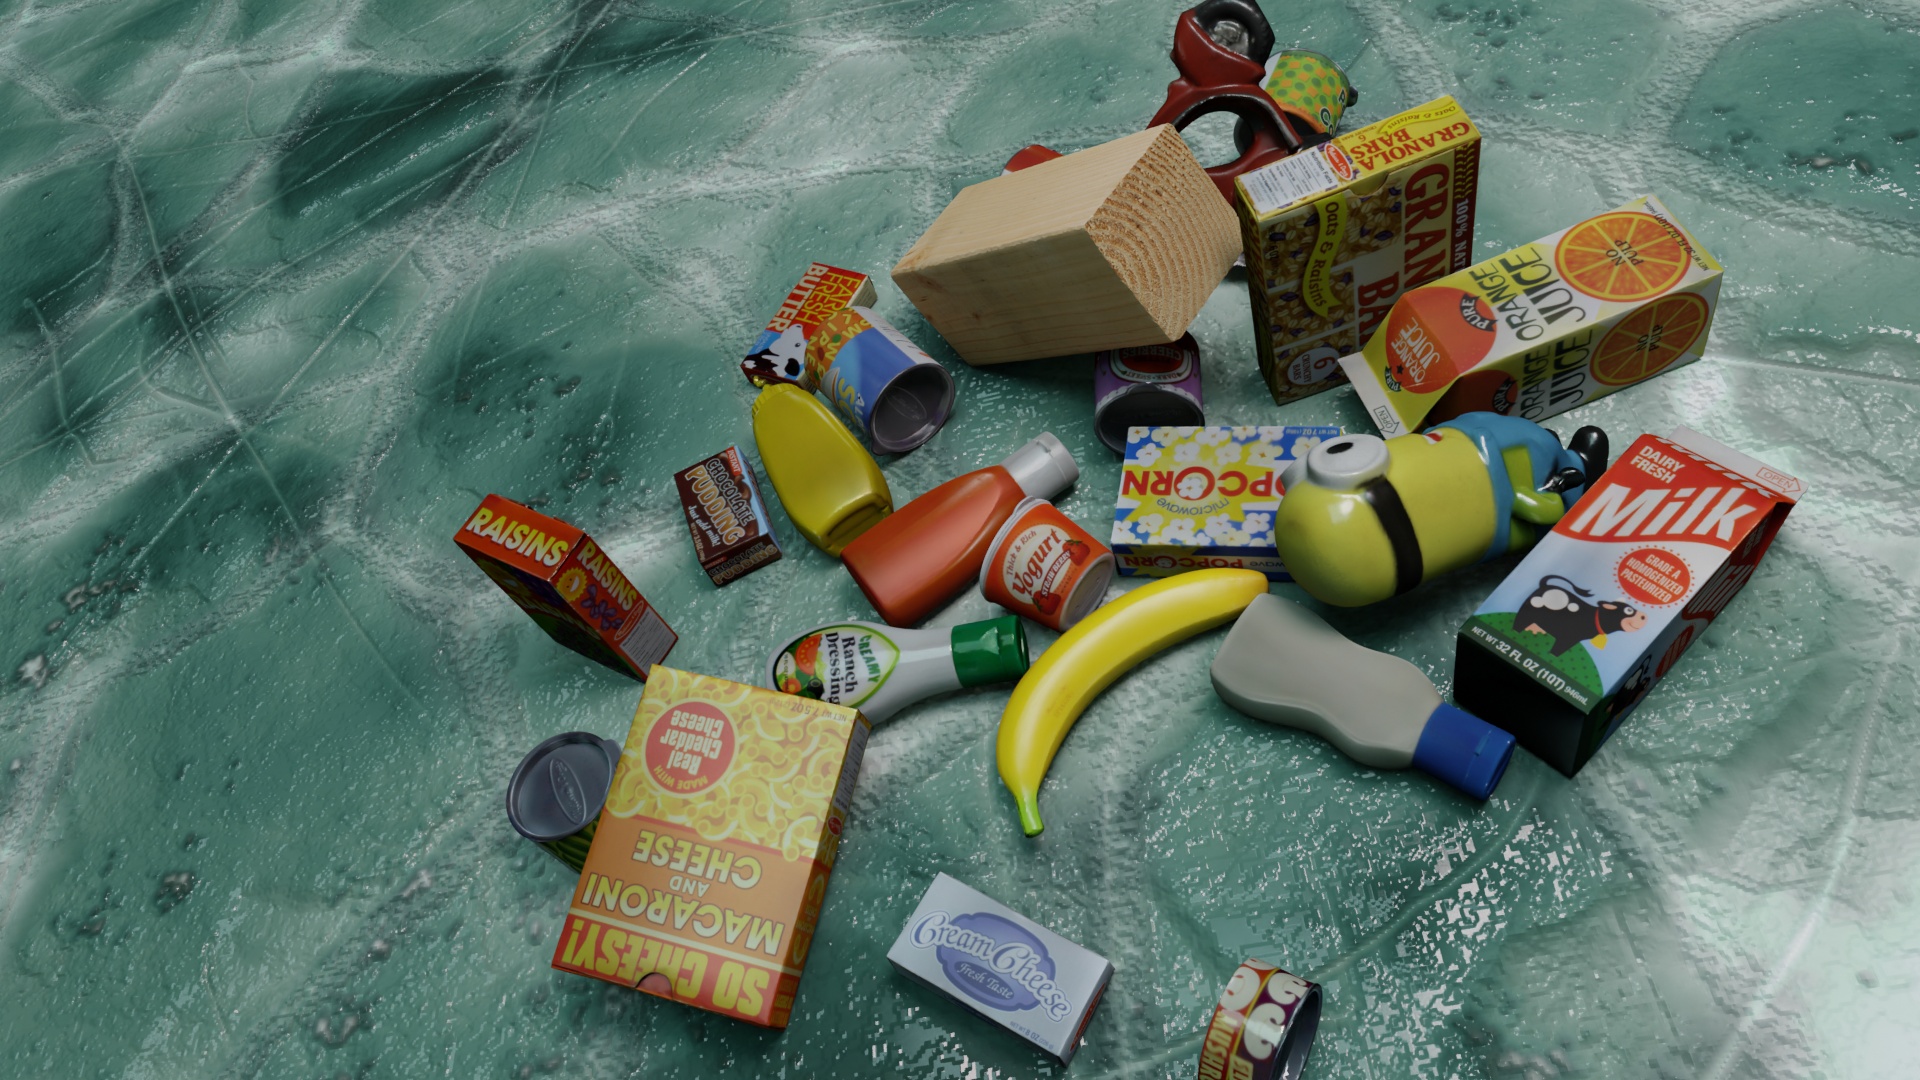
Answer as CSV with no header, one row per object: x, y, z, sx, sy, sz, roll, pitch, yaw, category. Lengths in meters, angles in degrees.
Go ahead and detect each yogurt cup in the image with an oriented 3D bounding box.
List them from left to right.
0.052,0.018,0.795,0.054,0.072,0.072,31,70,24,yogurt cup

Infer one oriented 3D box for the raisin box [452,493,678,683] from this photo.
-0.237,0.030,0.843,0.086,0.123,0.040,20,65,29,raisin box

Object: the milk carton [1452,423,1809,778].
0.336,0.018,0.694,0.191,0.073,0.072,-43,55,-14,milk carton

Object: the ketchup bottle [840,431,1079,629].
0.003,-0.011,0.842,0.149,0.043,0.065,-35,54,-8,ketchup bottle

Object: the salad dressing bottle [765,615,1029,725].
-0.036,0.072,0.796,0.147,0.044,0.064,-11,64,11,salad dressing bottle

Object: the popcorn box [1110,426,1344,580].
0.155,-0.022,0.803,0.127,0.038,0.085,1,58,19,popcorn box

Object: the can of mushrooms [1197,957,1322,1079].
0.133,0.224,0.619,0.033,0.070,0.071,18,64,29,can of mushrooms

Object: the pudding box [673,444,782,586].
-0.152,-0.017,0.906,0.050,0.030,0.084,-24,52,0,pudding box

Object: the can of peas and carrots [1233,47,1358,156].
0.229,-0.291,0.951,0.071,0.070,0.059,13,62,26,can of peas and carrots

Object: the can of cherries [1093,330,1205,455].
0.115,-0.094,0.846,0.071,0.071,0.059,-6,54,14,can of cherries

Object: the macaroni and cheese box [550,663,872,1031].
-0.130,0.160,0.740,0.124,0.040,0.167,10,70,13,macaroni and cheese box

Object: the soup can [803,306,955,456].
-0.057,-0.105,0.915,0.071,0.071,0.084,-39,53,-11,soup can

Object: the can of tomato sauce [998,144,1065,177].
0.075,-0.229,0.958,0.083,0.071,0.071,32,71,32,can of tomato sauce

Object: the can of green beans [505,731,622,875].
-0.214,0.151,0.791,0.071,0.057,0.071,-9,54,13,can of green beans

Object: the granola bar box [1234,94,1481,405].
0.228,-0.159,0.796,0.124,0.165,0.039,-21,55,4,granola bar box

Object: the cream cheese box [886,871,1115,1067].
0.020,0.212,0.693,0.104,0.024,0.053,20,63,29,cream cheese box

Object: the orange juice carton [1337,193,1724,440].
0.319,-0.116,0.793,0.193,0.072,0.072,-22,53,3,orange juice carton

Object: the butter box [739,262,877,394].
-0.107,-0.150,0.988,0.053,0.024,0.104,17,63,27,butter box

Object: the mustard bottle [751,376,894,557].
-0.100,-0.059,0.907,0.065,0.048,0.161,-34,52,-1,mustard bottle

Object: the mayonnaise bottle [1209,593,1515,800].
0.205,0.083,0.713,0.148,0.041,0.065,27,70,30,mayonnaise bottle
